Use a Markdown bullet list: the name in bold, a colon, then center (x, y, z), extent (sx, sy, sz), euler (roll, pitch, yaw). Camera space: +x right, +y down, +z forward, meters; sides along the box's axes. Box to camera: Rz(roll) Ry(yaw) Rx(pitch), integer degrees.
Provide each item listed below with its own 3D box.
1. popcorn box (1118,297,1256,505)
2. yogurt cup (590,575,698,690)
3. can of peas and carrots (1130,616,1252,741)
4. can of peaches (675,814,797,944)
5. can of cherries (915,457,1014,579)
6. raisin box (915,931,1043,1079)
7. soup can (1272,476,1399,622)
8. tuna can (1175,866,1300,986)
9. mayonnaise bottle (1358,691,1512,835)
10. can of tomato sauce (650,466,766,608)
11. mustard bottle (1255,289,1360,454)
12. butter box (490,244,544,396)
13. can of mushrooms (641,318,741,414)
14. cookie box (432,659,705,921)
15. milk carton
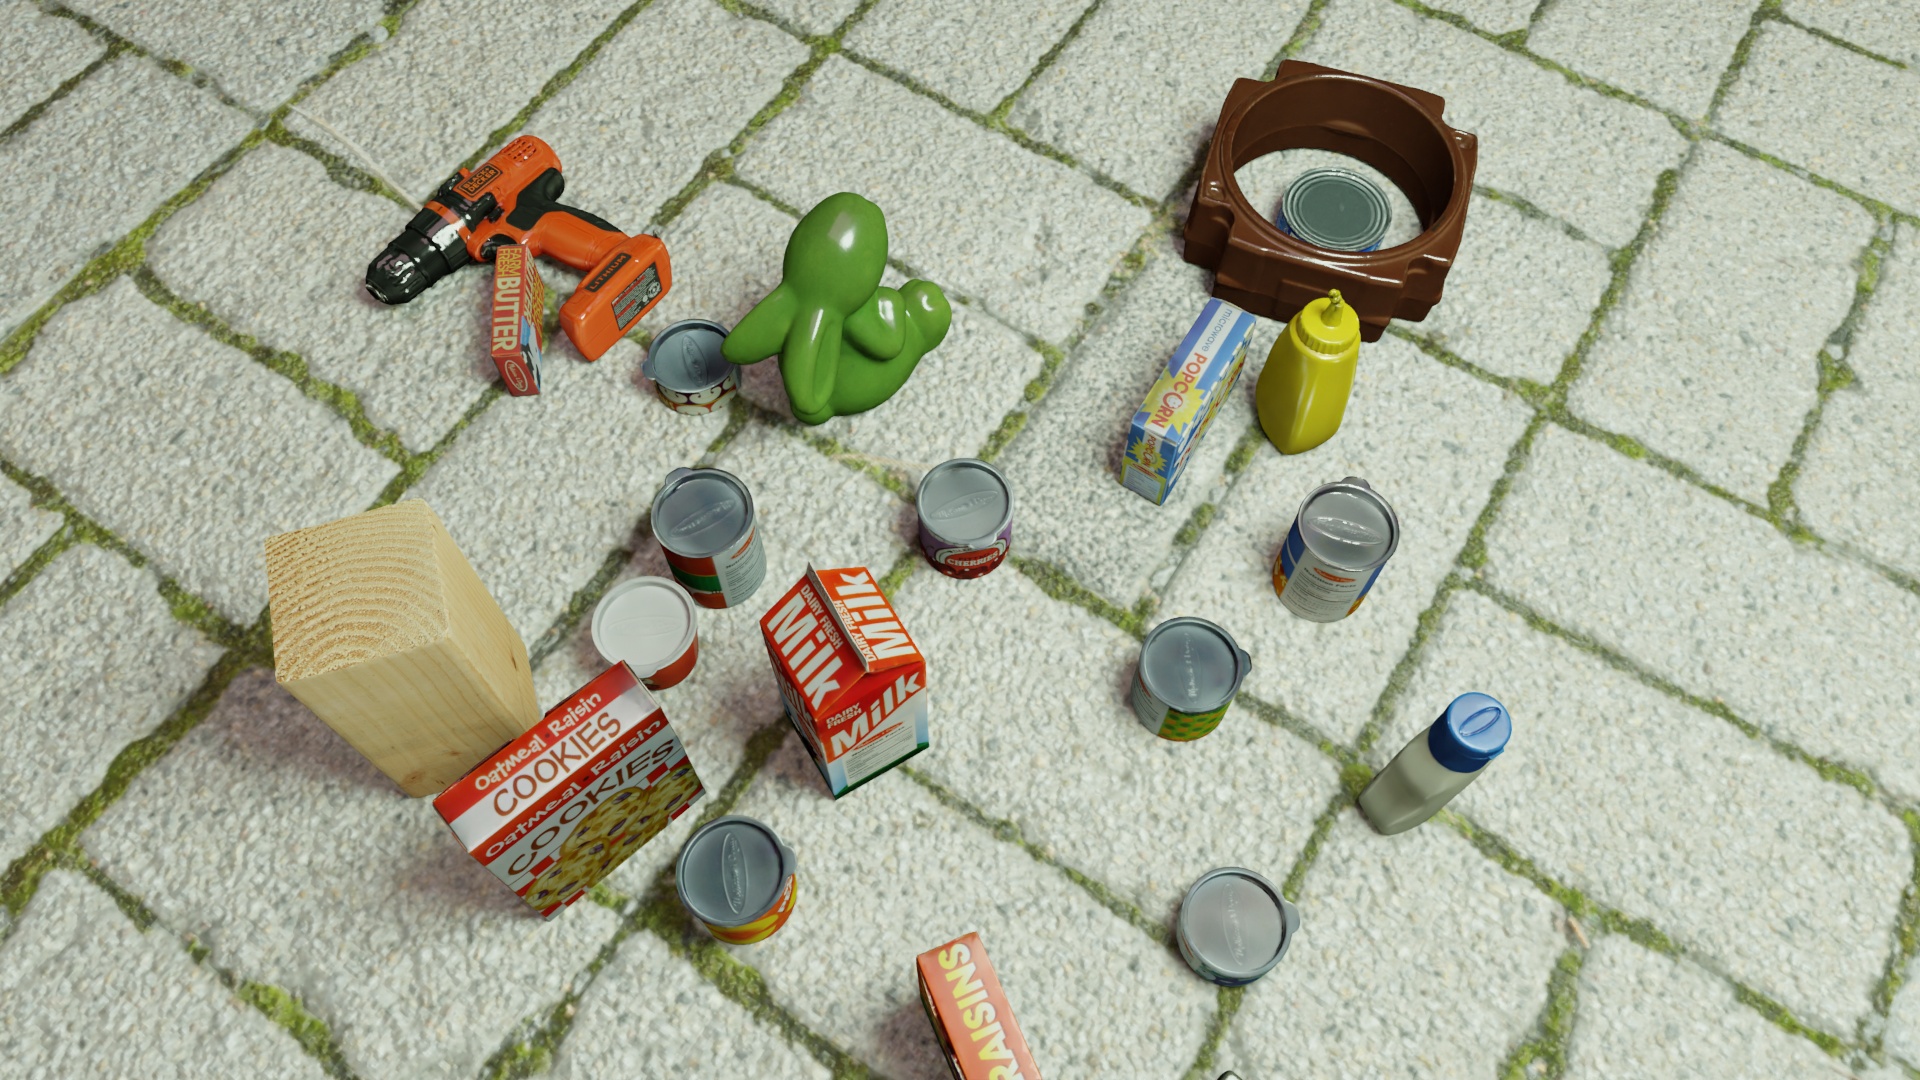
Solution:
- **popcorn box**: center (0.161, -0.099, 0.988), extent (0.038, 0.085, 0.127), euler (28, 66, 13)
- **yogurt cup**: center (-0.204, 0.064, 0.915), extent (0.072, 0.053, 0.073), euler (0, 62, -1)
- **can of peas and carrots**: center (0.149, 0.090, 0.903), extent (0.071, 0.058, 0.071), euler (0, 62, 0)
- **can of peaches**: center (-0.131, 0.206, 0.839), extent (0.071, 0.057, 0.071), euler (0, 62, 0)
- **can of cherries**: center (0.003, -0.012, 0.955), extent (0.071, 0.058, 0.072), euler (0, 62, 0)
- **raisin box**: center (0.008, 0.274, 0.769), extent (0.040, 0.123, 0.086), euler (-21, 65, -11)
- **soup can**: center (0.251, 0.007, 0.934), extent (0.071, 0.083, 0.071), euler (0, 63, 0)
- **tuna can**: center (0.167, 0.234, 0.842), extent (0.071, 0.032, 0.071), euler (0, 62, -1)
- **mayonnaise bottle**: center (0.287, 0.133, 0.832), extent (0.065, 0.147, 0.041), euler (-28, 66, -14)
- **can of tomato sauce**: center (-0.169, -0.001, 0.933), extent (0.071, 0.082, 0.071), euler (0, 63, 0)
- **mustard bottle**: center (0.244, -0.121, 0.958), extent (0.049, 0.159, 0.065), euler (-19, 65, -10)
- **butter box**: center (-0.329, -0.164, 1.034), extent (0.024, 0.053, 0.104), euler (-5, 63, -3)
- **can of mushrooms**: center (-0.198, -0.128, 1.027), extent (0.071, 0.033, 0.071), euler (0, 62, -1)
- **cookie box**: center (-0.220, 0.149, 0.807), extent (0.123, 0.166, 0.040), euler (-39, 69, -18)
- **milk carton**: center (-0.067, 0.081, 0.831), extent (0.073, 0.189, 0.072), euler (-28, 66, -14)
